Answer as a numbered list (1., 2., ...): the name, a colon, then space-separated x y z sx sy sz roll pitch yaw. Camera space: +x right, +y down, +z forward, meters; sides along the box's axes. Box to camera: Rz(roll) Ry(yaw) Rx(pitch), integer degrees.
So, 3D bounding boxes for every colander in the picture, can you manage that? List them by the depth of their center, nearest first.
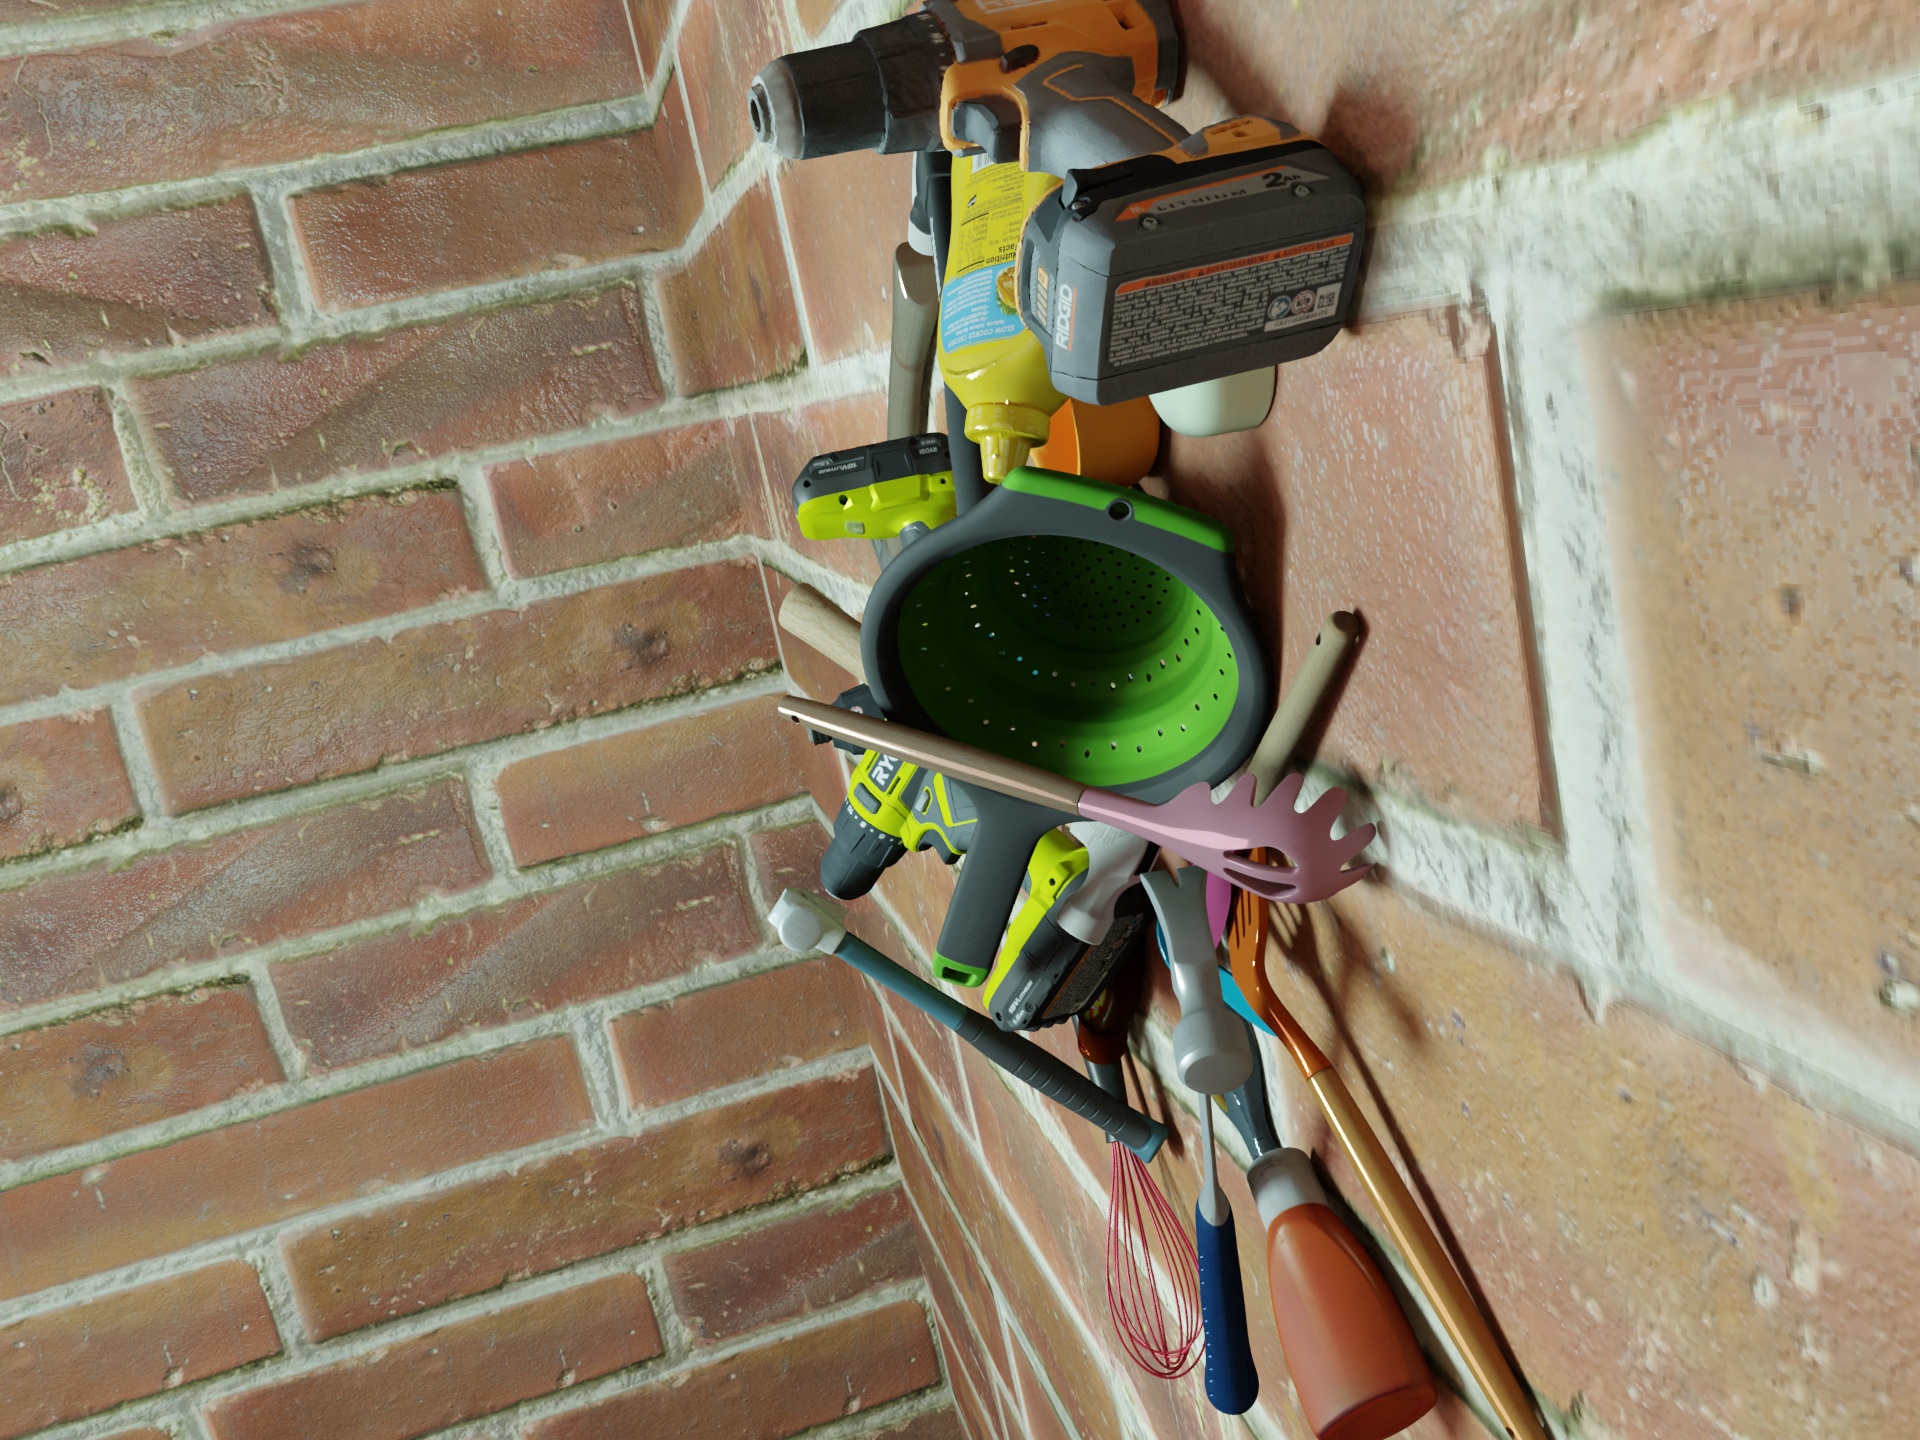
1. colander: 0.042 0.005 0.866 0.396 0.204 0.095 106 -179 -46

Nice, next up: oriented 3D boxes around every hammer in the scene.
1. hammer: 0.138 0.252 0.866 0.144 0.035 0.405 -93 -6 -51
2. hammer: 0.000 -0.233 0.941 0.146 0.035 0.335 99 167 -59
3. hammer: -0.002 -0.003 1.012 0.332 0.031 0.130 36 103 33
4. hammer: 0.010 0.213 1.098 0.331 0.033 0.128 34 177 -11
5. hammer: -0.051 -0.247 1.331 0.410 0.038 0.146 99 155 -62

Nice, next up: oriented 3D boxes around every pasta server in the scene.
1. pasta server: 0.041 0.027 0.764 0.316 0.040 0.060 16 130 31

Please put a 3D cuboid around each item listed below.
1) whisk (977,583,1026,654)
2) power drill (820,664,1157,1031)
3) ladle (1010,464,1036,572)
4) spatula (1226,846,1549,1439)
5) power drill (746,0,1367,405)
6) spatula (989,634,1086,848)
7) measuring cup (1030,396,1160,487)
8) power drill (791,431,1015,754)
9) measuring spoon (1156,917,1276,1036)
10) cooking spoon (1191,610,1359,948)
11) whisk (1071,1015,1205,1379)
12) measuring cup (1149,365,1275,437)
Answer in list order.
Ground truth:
1. whisk: 0.021 -0.133 1.116 0.059 0.057 0.246 -13 87 44
2. power drill: 0.007 0.097 1.065 0.229 0.080 0.190 45 116 29
3. ladle: 0.040 -0.226 0.887 0.078 0.062 0.320 -116 19 -57
4. spatula: 0.192 0.187 0.759 0.081 0.041 0.323 98 150 -54
5. power drill: 0.030 -0.220 0.629 0.084 0.185 0.226 91 158 -48
6. spatula: 0.070 0.073 1.131 0.082 0.044 0.317 41 148 45
7. measuring cup: 0.059 -0.202 0.835 0.095 0.052 0.174 143 113 -77
8. power drill: -0.046 -0.088 1.176 0.080 0.171 0.223 99 159 -75
9. measuring spoon: 0.154 0.145 0.910 0.129 0.021 0.042 -143 44 -57
10. cooking spoon: 0.141 0.044 0.786 0.318 0.017 0.069 101 173 -57
11. whisk: 0.122 0.328 1.168 0.073 0.073 0.296 111 148 -71
12. measuring cup: 0.090 -0.184 0.736 0.168 0.038 0.083 -125 23 -53
